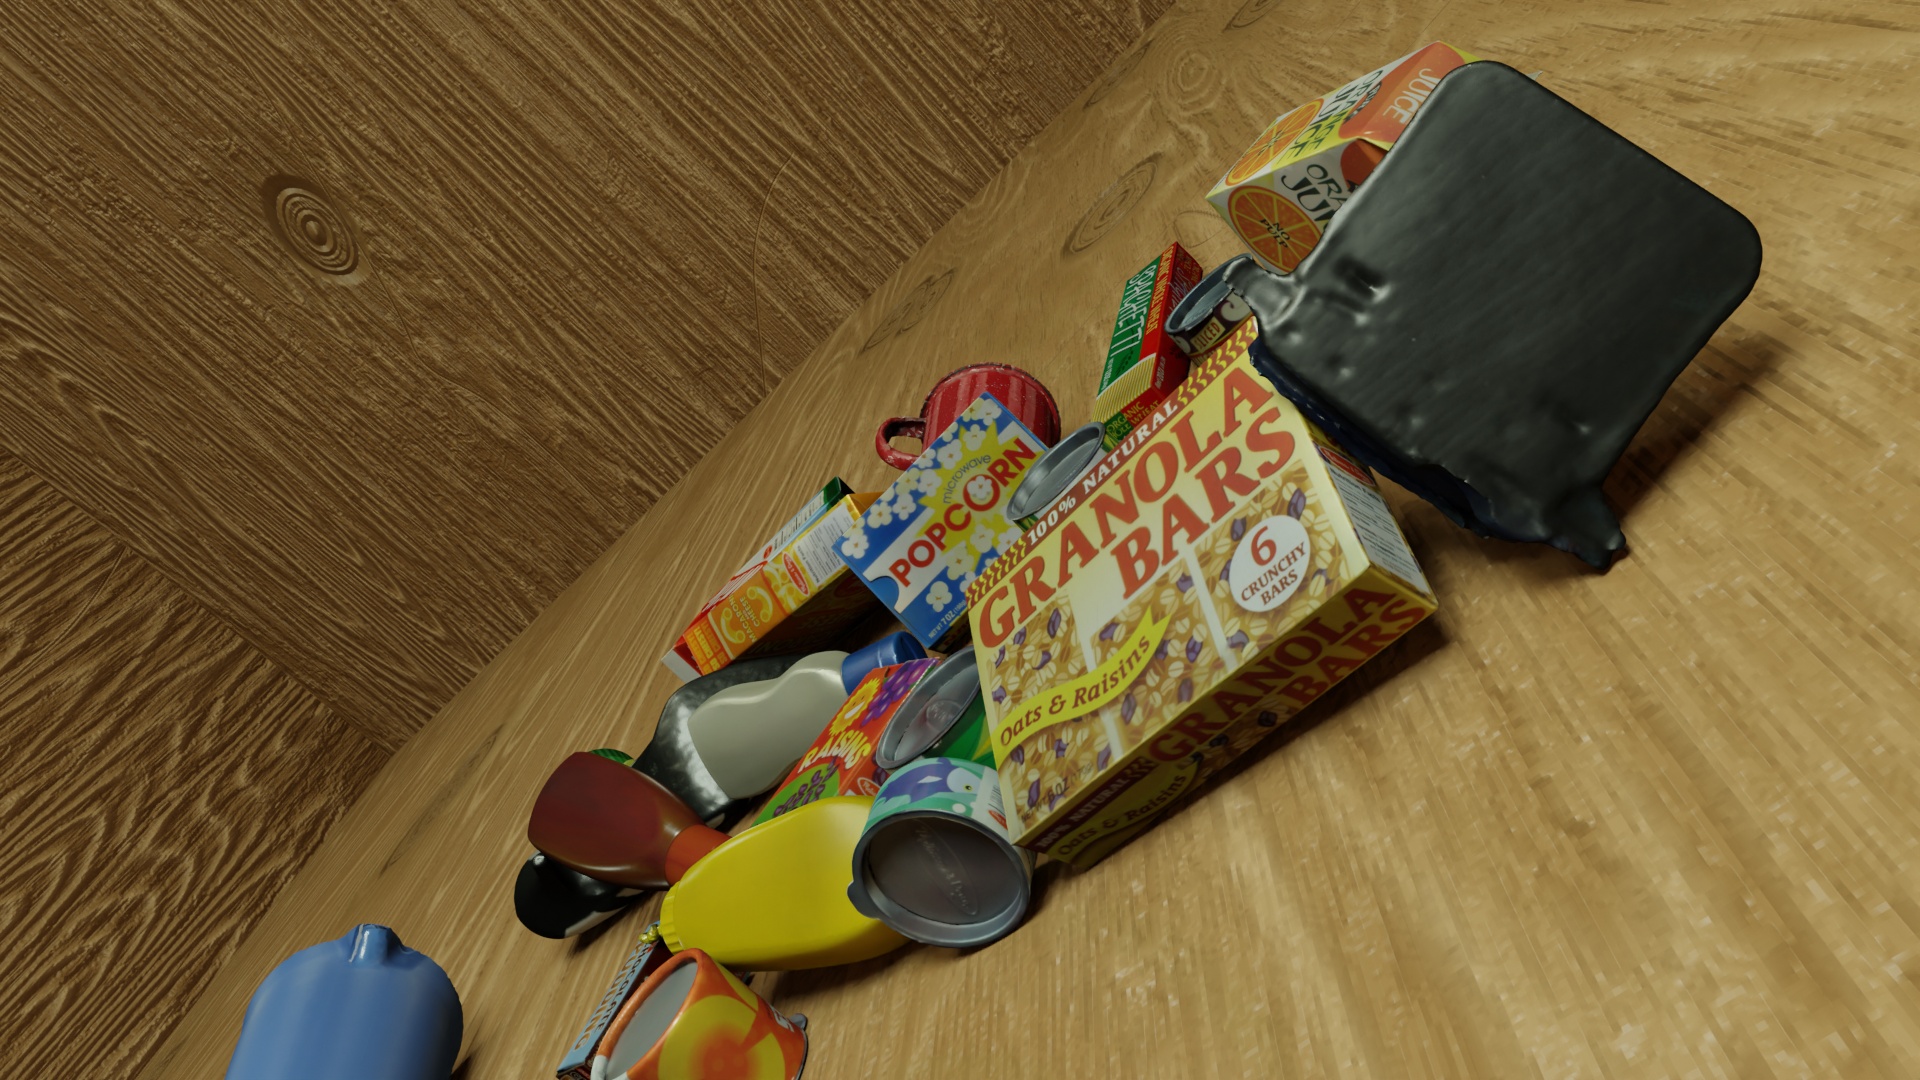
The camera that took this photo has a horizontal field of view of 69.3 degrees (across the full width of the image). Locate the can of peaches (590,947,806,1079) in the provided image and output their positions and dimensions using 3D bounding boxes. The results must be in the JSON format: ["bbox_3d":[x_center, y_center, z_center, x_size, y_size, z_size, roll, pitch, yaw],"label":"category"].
[{"bbox_3d":[-0.104,0.206,0.561,0.071,0.058,0.071,-42,15,14],"label":"can of peaches"}]

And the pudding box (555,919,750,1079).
[{"bbox_3d":[-0.138,0.220,0.634,0.030,0.049,0.084,-35,17,42],"label":"pudding box"}]

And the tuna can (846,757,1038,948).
[{"bbox_3d":[-0.007,0.116,0.516,0.071,0.071,0.033,-38,15,28],"label":"tuna can"}]

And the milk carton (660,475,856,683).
[{"bbox_3d":[-0.133,0.047,1.042,0.190,0.072,0.073,-44,14,3],"label":"milk carton"}]

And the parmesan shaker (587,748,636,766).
[{"bbox_3d":[-0.250,0.185,0.999,0.071,0.071,0.103,-49,14,-14],"label":"parmesan shaker"}]

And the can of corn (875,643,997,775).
[{"bbox_3d":[0.010,0.084,0.574,0.071,0.058,0.071,-42,15,14],"label":"can of corn"}]

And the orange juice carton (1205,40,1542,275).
[{"bbox_3d":[0.218,-0.196,0.728,0.072,0.073,0.192,-48,15,-11],"label":"orange juice carton"}]

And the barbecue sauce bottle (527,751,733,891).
[{"bbox_3d":[-0.175,0.165,0.771,0.148,0.043,0.065,11,66,37],"label":"barbecue sauce bottle"}]

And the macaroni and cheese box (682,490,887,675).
[{"bbox_3d":[-0.084,0.028,0.912,0.166,0.040,0.124,-38,-16,28],"label":"macaroni and cheese box"}]

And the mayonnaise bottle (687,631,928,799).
[{"bbox_3d":[-0.085,0.097,0.798,0.148,0.064,0.041,-27,5,24],"label":"mayonnaise bottle"}]

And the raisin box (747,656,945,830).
[{"bbox_3d":[-0.051,0.118,0.690,0.124,0.040,0.086,-52,15,-26],"label":"raisin box"}]

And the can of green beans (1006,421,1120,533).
[{"bbox_3d":[0.066,-0.016,0.689,0.071,0.058,0.071,-42,15,14],"label":"can of green beans"}]

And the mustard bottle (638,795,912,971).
[{"bbox_3d":[-0.082,0.153,0.595,0.160,0.049,0.065,-23,60,34],"label":"mustard bottle"}]

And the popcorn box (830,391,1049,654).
[{"bbox_3d":[0.003,-0.010,0.784,0.126,0.085,0.038,-45,-17,1],"label":"popcorn box"}]

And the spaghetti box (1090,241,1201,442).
[{"bbox_3d":[0.123,-0.129,0.895,0.050,0.028,0.251,-37,17,29],"label":"spaghetti box"}]

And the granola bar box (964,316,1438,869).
[{"bbox_3d":[0.074,0.020,0.495,0.165,0.039,0.125,-44,37,30],"label":"granola bar box"}]

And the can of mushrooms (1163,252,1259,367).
[{"bbox_3d":[0.154,-0.132,0.810,0.071,0.033,0.071,-41,15,14],"label":"can of mushrooms"}]
